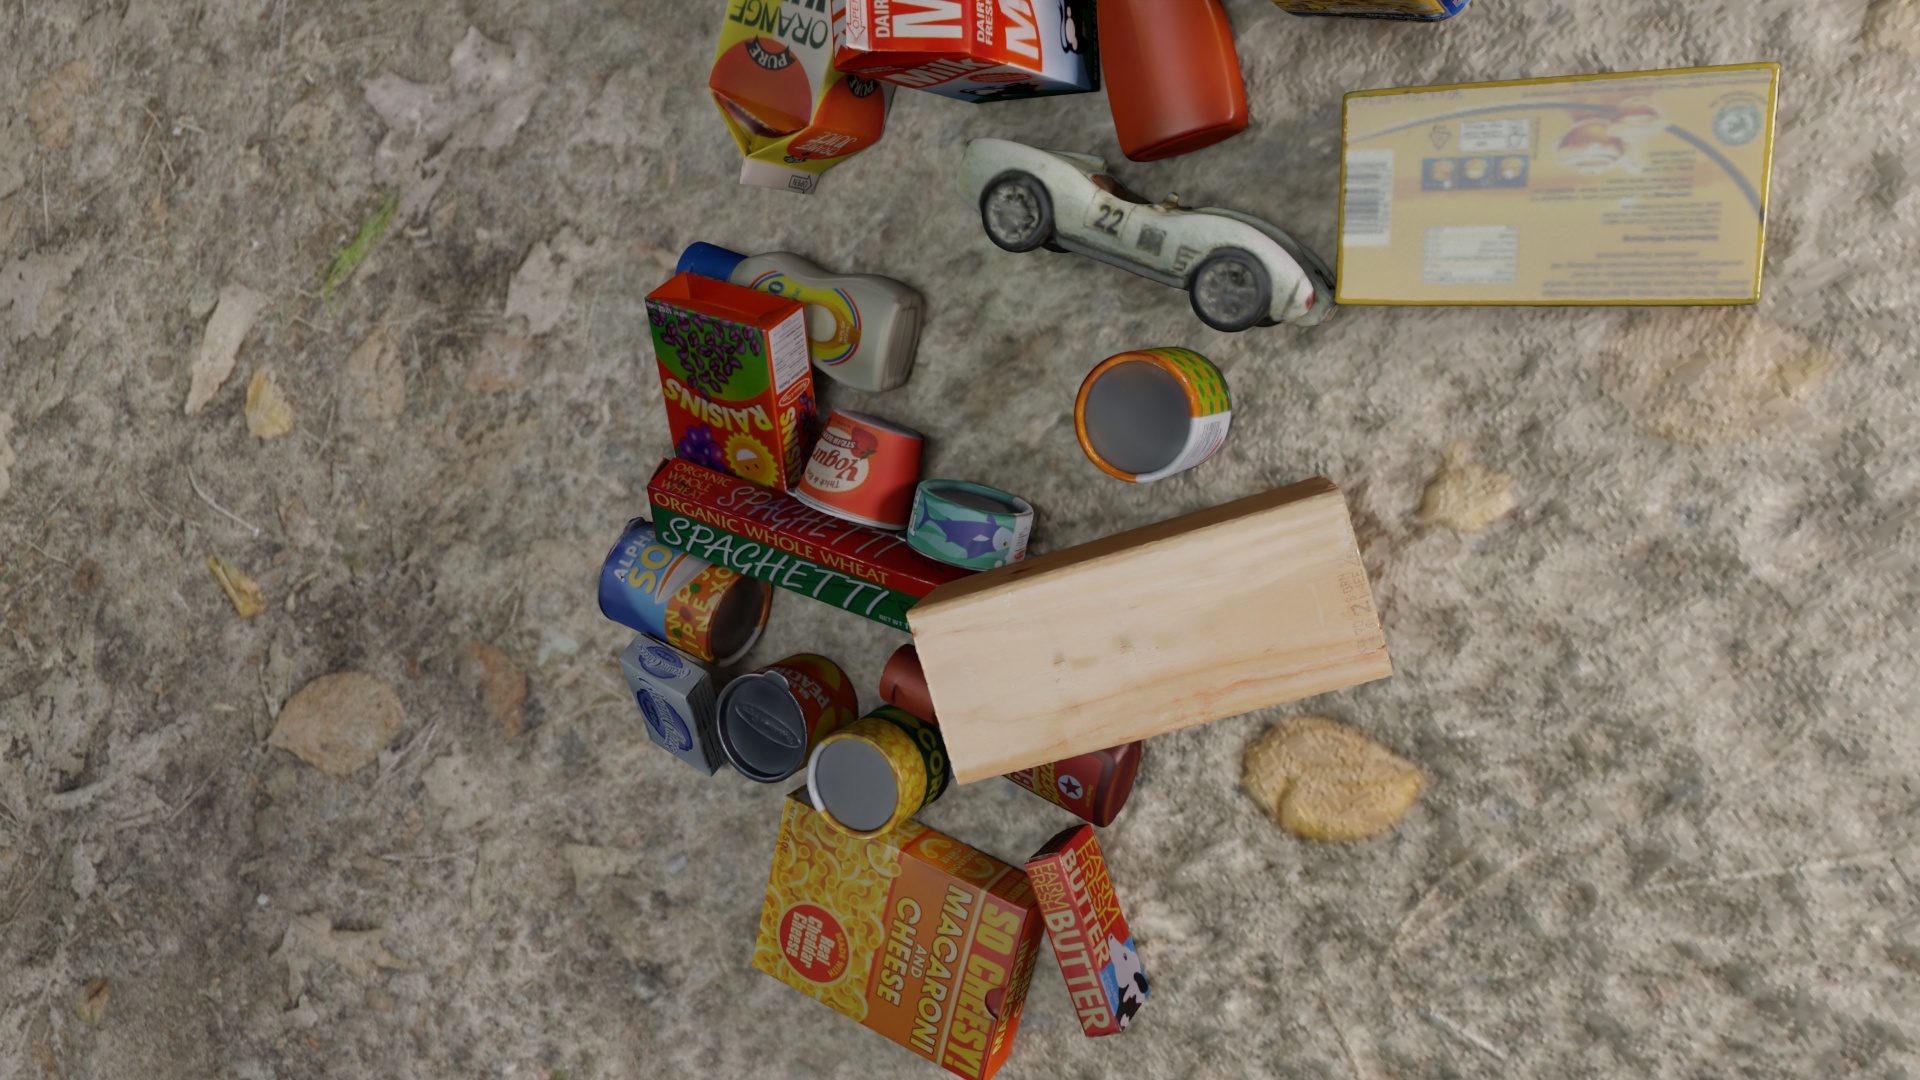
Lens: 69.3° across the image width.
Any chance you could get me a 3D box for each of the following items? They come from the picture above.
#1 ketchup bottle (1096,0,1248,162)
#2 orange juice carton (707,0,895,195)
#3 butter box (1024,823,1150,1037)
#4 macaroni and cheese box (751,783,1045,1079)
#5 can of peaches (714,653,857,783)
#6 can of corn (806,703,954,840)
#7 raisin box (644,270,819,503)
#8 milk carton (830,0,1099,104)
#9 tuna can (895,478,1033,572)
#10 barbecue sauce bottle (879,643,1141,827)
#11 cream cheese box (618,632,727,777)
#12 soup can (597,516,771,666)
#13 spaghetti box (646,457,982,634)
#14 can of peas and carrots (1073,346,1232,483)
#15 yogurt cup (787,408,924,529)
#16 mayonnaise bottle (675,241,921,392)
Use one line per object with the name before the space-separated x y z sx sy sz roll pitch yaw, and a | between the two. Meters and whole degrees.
ketchup bottle | 0.095 -0.266 0.679 0.064 0.044 0.148 -12 93 27
orange juice carton | -0.075 -0.282 0.746 0.073 0.072 0.192 25 109 21
butter box | 0.070 0.214 0.767 0.024 0.053 0.103 -20 89 26
macaroni and cheese box | -0.038 0.233 0.833 0.166 0.040 0.123 20 108 23
can of peaches | -0.103 0.104 0.834 0.071 0.058 0.071 5 100 27
can of corn | -0.045 0.135 0.809 0.071 0.058 0.071 5 101 26
raisin box | -0.128 -0.085 0.799 0.086 0.040 0.122 17 132 24
milk carton | -0.003 -0.252 0.647 0.073 0.191 0.072 3 100 27
tuna can | 0.003 -0.009 0.755 0.071 0.071 0.032 19 106 23
barbecue sauce bottle | 0.026 0.102 0.774 0.149 0.044 0.064 23 132 22
cream cheese box | -0.174 0.103 0.859 0.053 0.024 0.103 26 148 19
soup can | -0.168 0.030 0.849 0.084 0.071 0.071 20 107 22
spaghetti box | -0.065 0.013 0.789 0.250 0.029 0.049 19 137 16
can of peas and carrots | 0.096 -0.066 0.704 0.071 0.059 0.070 5 101 26
yogurt cup | -0.054 -0.041 0.782 0.072 0.072 0.054 21 100 22
mayonnaise bottle | -0.096 -0.135 0.799 0.148 0.041 0.064 22 113 22
